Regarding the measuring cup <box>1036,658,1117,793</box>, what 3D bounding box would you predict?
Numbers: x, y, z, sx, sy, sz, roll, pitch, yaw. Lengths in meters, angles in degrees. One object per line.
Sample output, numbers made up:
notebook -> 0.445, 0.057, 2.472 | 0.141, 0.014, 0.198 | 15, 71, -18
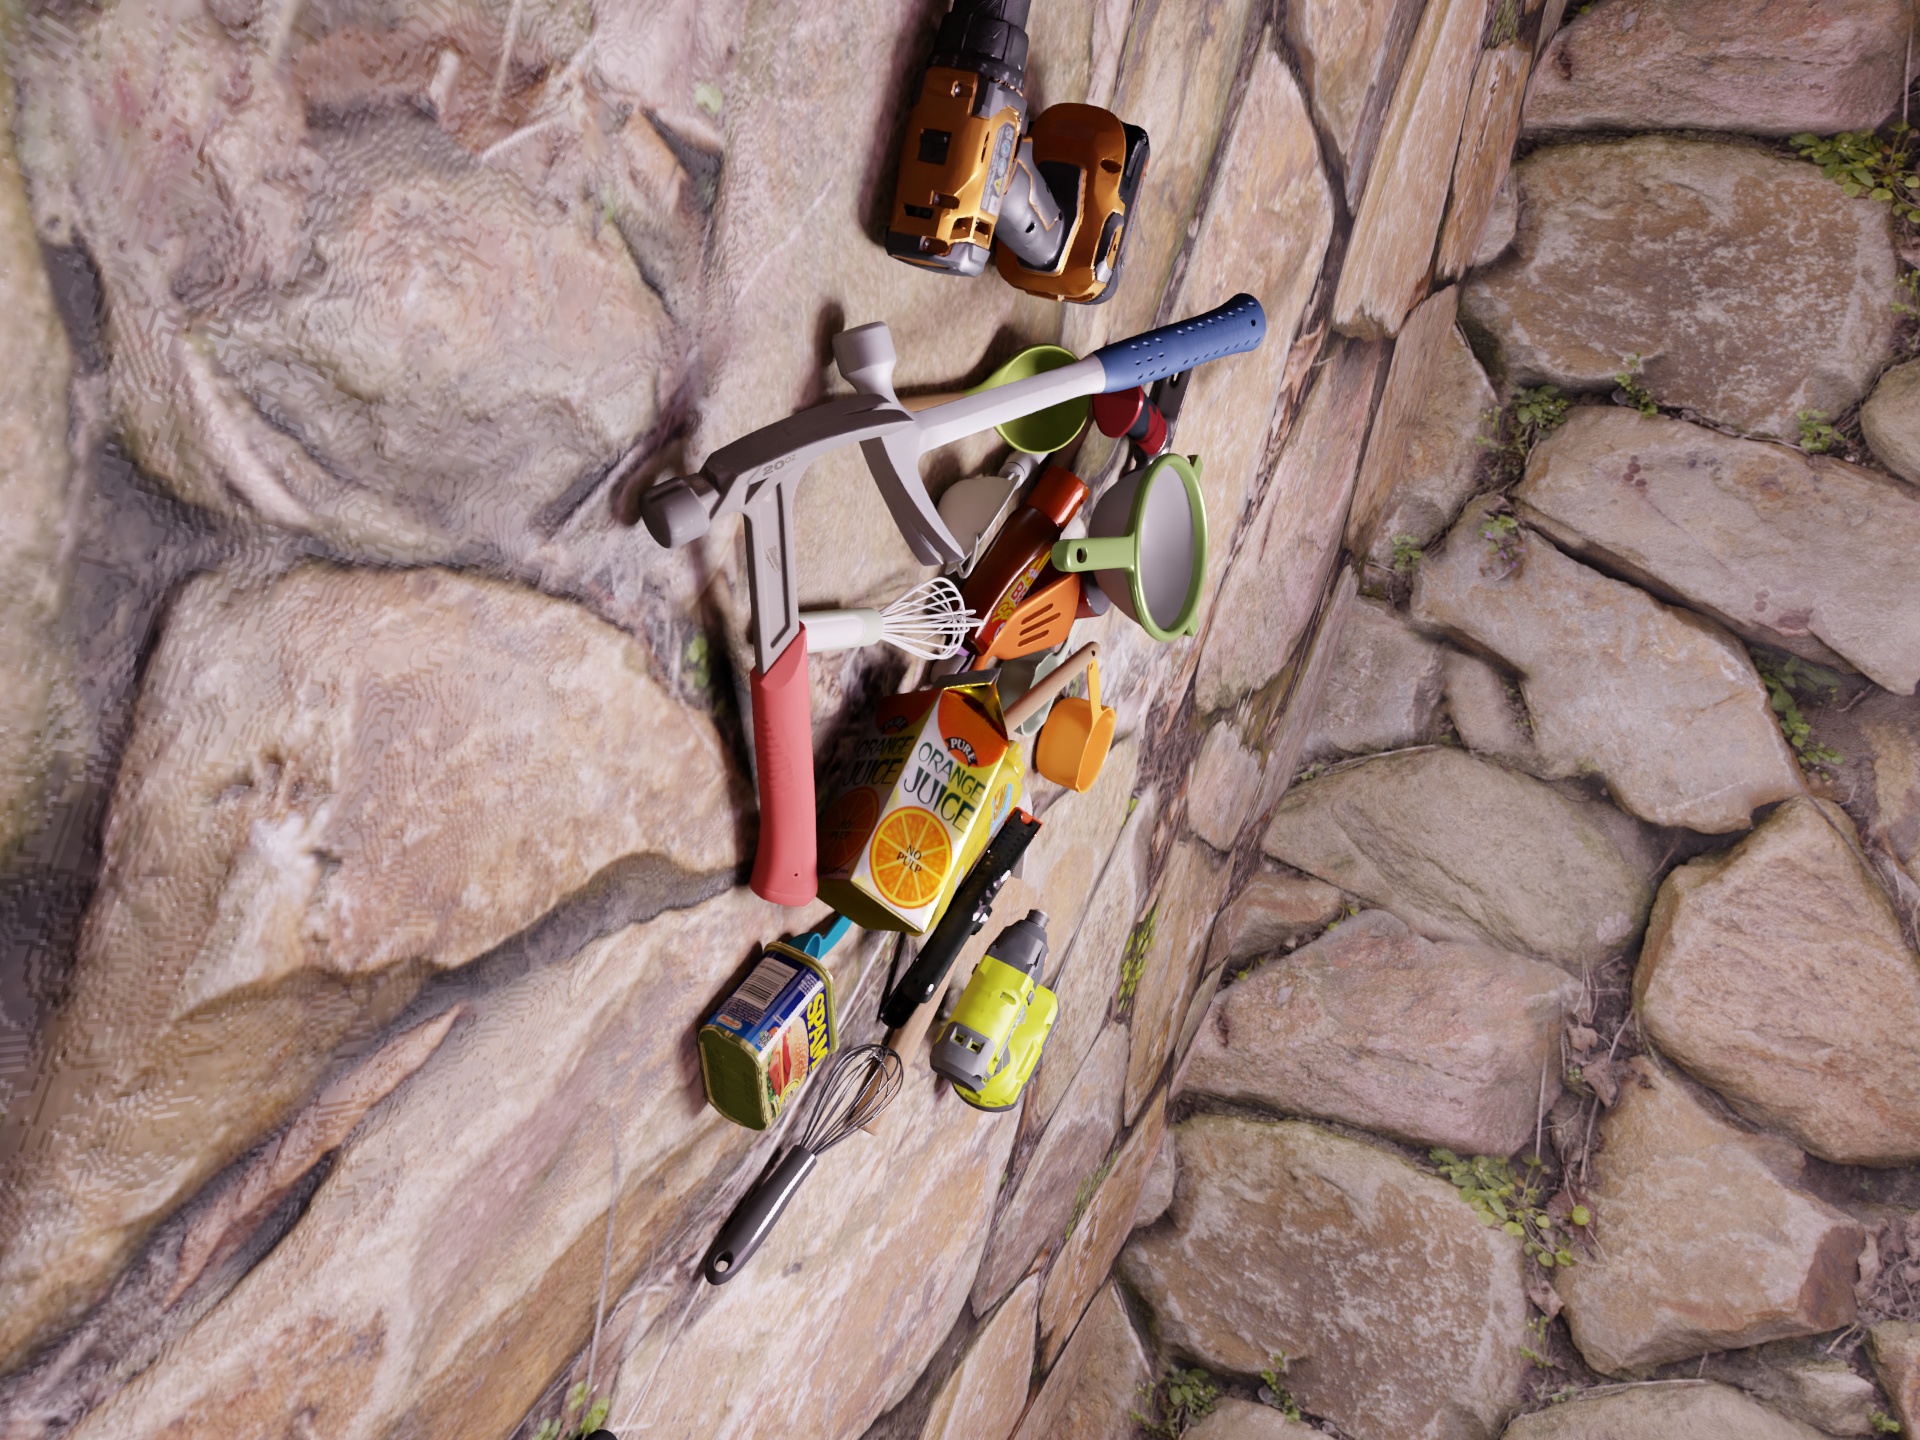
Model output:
measuring cup -> 0.105, -0.007, 1.493 | 0.095, 0.052, 0.173 | -56, 154, -34

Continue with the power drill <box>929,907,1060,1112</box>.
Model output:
power drill -> 0.040, 0.279, 1.504 | 0.171, 0.080, 0.223 | -60, 165, -19

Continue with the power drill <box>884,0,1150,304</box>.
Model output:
power drill -> 0.040, -0.353, 0.965 | 0.226, 0.084, 0.185 | -10, 116, -63

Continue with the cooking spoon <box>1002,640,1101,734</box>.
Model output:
cooking spoon -> 0.023, 0.013, 1.257 | 0.319, 0.017, 0.068 | -40, 113, -42

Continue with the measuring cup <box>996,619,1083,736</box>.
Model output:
measuring cup -> 0.072, -0.063, 1.376 | 0.083, 0.038, 0.168 | 78, 35, -56

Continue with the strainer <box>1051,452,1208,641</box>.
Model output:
strainer -> 0.116, -0.134, 1.244 | 0.256, 0.069, 0.151 | -13, 105, -57

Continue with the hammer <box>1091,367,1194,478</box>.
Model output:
hammer -> 0.152, -0.261, 1.299 | 0.386, 0.038, 0.143 | -24, 130, -78

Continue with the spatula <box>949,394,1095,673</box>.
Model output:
spatula -> 0.063, -0.176, 1.273 | 0.316, 0.018, 0.059 | -62, 158, -19

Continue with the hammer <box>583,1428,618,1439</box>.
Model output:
hammer -> -0.297, 0.487, 0.919 | 0.334, 0.035, 0.146 | 6, 104, -70

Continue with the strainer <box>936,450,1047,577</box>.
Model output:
strainer -> 0.032, -0.176, 1.161 | 0.087, 0.050, 0.258 | -46, -175, 37

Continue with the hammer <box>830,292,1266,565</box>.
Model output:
hammer -> 0.082, -0.218, 1.038 | 0.405, 0.035, 0.144 | -28, 107, -43

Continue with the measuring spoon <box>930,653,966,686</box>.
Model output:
measuring spoon -> -0.036, -0.008, 1.176 | 0.124, 0.018, 0.034 | -51, -178, -30

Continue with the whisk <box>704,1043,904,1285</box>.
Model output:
whisk -> -0.119, 0.341, 1.235 | 0.239, 0.055, 0.055 | -49, 151, -37

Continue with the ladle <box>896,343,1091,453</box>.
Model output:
ladle -> -0.003, -0.200, 1.023 | 0.320, 0.062, 0.078 | -27, 130, -59

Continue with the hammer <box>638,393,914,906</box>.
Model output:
hammer -> -0.096, -0.018, 0.922 | 0.149, 0.037, 0.358 | -28, 144, -26

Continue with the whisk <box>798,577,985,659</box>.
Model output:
whisk -> -0.055, -0.061, 1.030 | 0.246, 0.059, 0.058 | -13, 108, -62

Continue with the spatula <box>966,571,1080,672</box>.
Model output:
spatula -> -0.002, -0.004, 1.202 | 0.323, 0.041, 0.081 | -52, 160, -37

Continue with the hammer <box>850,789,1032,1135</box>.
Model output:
hammer -> -0.013, 0.210, 1.414 | 0.331, 0.031, 0.130 | -64, 159, -17

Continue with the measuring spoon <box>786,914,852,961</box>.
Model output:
measuring spoon -> -0.104, 0.157, 1.157 | 0.128, 0.021, 0.042 | -42, 146, -70
